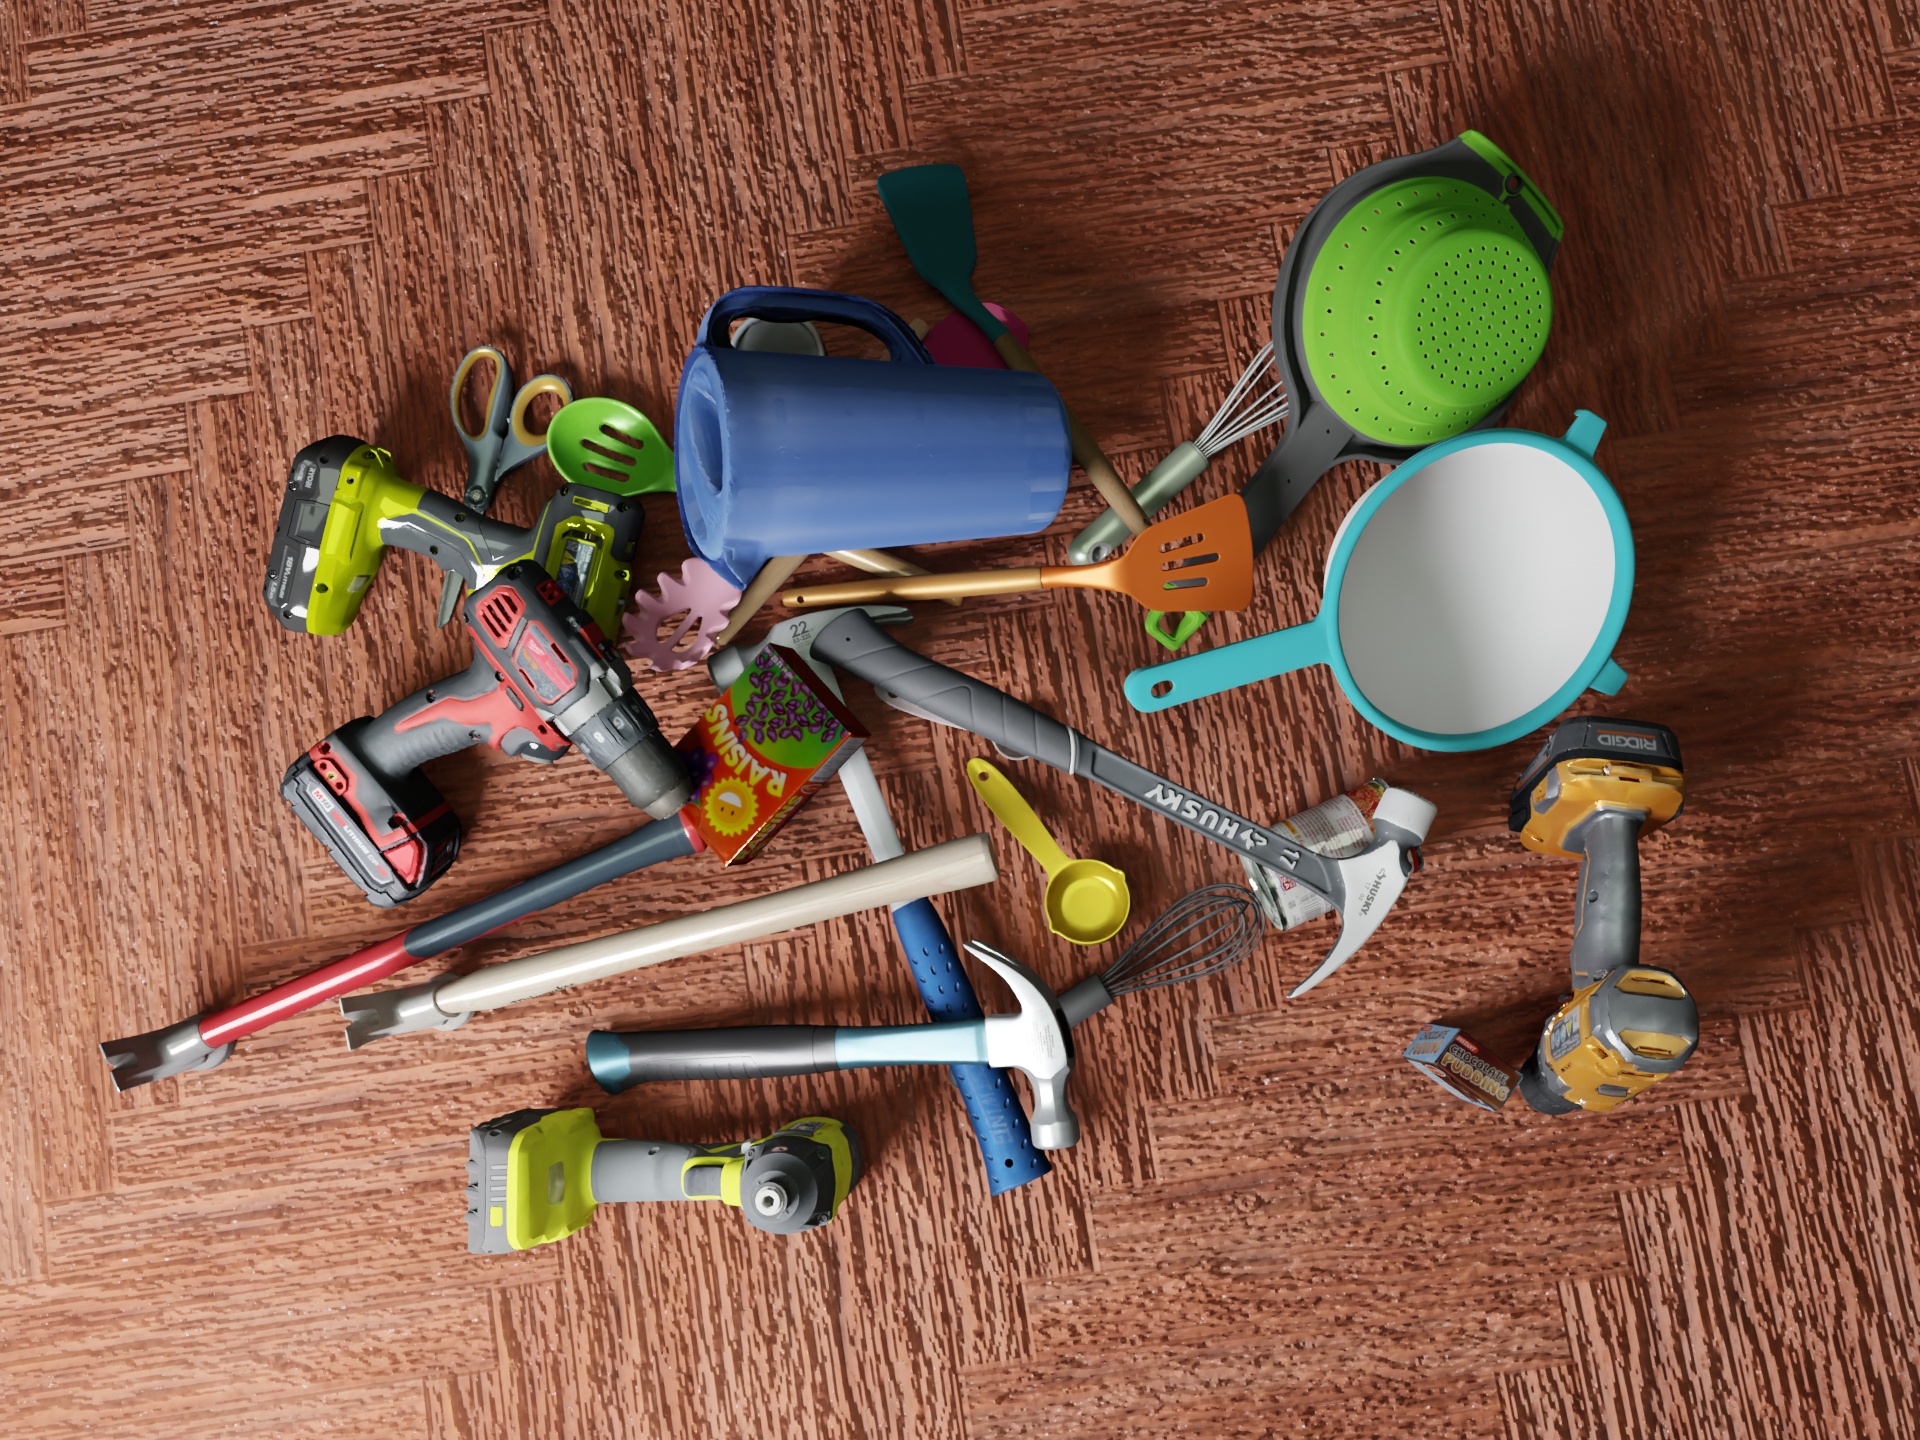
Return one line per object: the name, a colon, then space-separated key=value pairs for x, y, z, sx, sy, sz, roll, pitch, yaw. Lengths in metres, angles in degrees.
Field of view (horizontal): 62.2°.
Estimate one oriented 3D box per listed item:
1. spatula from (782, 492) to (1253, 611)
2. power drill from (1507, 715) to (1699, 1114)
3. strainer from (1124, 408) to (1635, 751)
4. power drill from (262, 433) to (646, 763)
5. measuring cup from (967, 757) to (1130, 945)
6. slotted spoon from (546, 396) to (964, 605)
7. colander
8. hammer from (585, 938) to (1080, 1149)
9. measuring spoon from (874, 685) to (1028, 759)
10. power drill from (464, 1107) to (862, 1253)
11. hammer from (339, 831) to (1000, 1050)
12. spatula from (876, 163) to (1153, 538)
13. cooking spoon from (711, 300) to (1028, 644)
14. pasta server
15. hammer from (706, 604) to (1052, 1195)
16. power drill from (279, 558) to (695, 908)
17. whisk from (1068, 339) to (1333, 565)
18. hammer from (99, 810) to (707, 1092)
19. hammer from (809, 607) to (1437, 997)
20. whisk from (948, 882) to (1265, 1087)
spatula: x=0.034 y=-0.097 z=1.079 sx=0.322 sy=0.041 sz=0.081 roll=-3 pitch=112 yaw=16
power drill: x=0.397 y=0.134 z=1.007 sx=0.084 sy=0.185 sz=0.226 roll=6 pitch=64 yaw=3
strainer: x=0.261 y=-0.075 z=1.040 sx=0.340 sy=0.095 sz=0.210 roll=-16 pitch=112 yaw=-4
power drill: x=-0.343 y=-0.086 z=1.085 sx=0.228 sy=0.080 sz=0.190 roll=16 pitch=96 yaw=-1
measuring cup: x=0.056 y=0.087 z=1.084 sx=0.062 sy=0.029 sz=0.157 roll=-38 pitch=71 yaw=-3
slotted spoon: x=-0.142 y=-0.146 z=1.118 sx=0.314 sy=0.031 sz=0.070 roll=23 pitch=84 yaw=3
colander: x=0.266 y=-0.202 z=1.048 sx=0.204 sy=0.095 sz=0.397 roll=36 pitch=95 yaw=-21
hammer: x=-0.090 y=0.212 z=1.020 sx=0.331 sy=0.033 sz=0.128 roll=-6 pitch=85 yaw=17
measuring spoon: x=-0.002 y=-0.004 z=1.102 sx=0.124 sy=0.018 sz=0.034 roll=20 pitch=84 yaw=11
power drill: x=-0.183 y=0.285 z=0.990 sx=0.223 sy=0.171 sz=0.080 roll=-2 pitch=83 yaw=5
hammer: x=-0.177 y=0.137 z=0.999 sx=0.410 sy=0.146 sz=0.038 roll=-15 pitch=84 yaw=6
spatula: x=0.047 y=-0.252 z=1.100 sx=0.082 sy=0.044 sz=0.318 roll=-24 pitch=74 yaw=-38
cooking spoon: x=-0.065 y=-0.173 z=1.106 sx=0.069 sy=0.017 sz=0.319 roll=38 pitch=77 yaw=10
pasta server: x=-0.117 y=-0.158 z=1.078 sx=0.060 sy=0.040 sz=0.316 roll=35 pitch=76 yaw=4
hammer: x=-0.032 y=0.110 z=1.055 sx=0.144 sy=0.035 sz=0.406 roll=-24 pitch=77 yaw=1
power drill: x=-0.300 y=0.029 z=1.031 sx=0.226 sy=0.080 sz=0.188 roll=-36 pitch=97 yaw=14
whisk: x=0.170 y=-0.191 z=1.107 sx=0.246 sy=0.057 sz=0.059 roll=-41 pitch=49 yaw=-1
hammer: x=-0.352 y=0.144 z=1.039 sx=0.386 sy=0.143 sz=0.038 roll=-23 pitch=87 yaw=-5
hammer: x=0.086 y=0.033 z=1.023 sx=0.409 sy=0.036 sz=0.149 roll=26 pitch=83 yaw=10
whisk: x=0.096 y=0.181 z=1.057 sx=0.239 sy=0.055 sz=0.055 roll=-31 pitch=82 yaw=2
